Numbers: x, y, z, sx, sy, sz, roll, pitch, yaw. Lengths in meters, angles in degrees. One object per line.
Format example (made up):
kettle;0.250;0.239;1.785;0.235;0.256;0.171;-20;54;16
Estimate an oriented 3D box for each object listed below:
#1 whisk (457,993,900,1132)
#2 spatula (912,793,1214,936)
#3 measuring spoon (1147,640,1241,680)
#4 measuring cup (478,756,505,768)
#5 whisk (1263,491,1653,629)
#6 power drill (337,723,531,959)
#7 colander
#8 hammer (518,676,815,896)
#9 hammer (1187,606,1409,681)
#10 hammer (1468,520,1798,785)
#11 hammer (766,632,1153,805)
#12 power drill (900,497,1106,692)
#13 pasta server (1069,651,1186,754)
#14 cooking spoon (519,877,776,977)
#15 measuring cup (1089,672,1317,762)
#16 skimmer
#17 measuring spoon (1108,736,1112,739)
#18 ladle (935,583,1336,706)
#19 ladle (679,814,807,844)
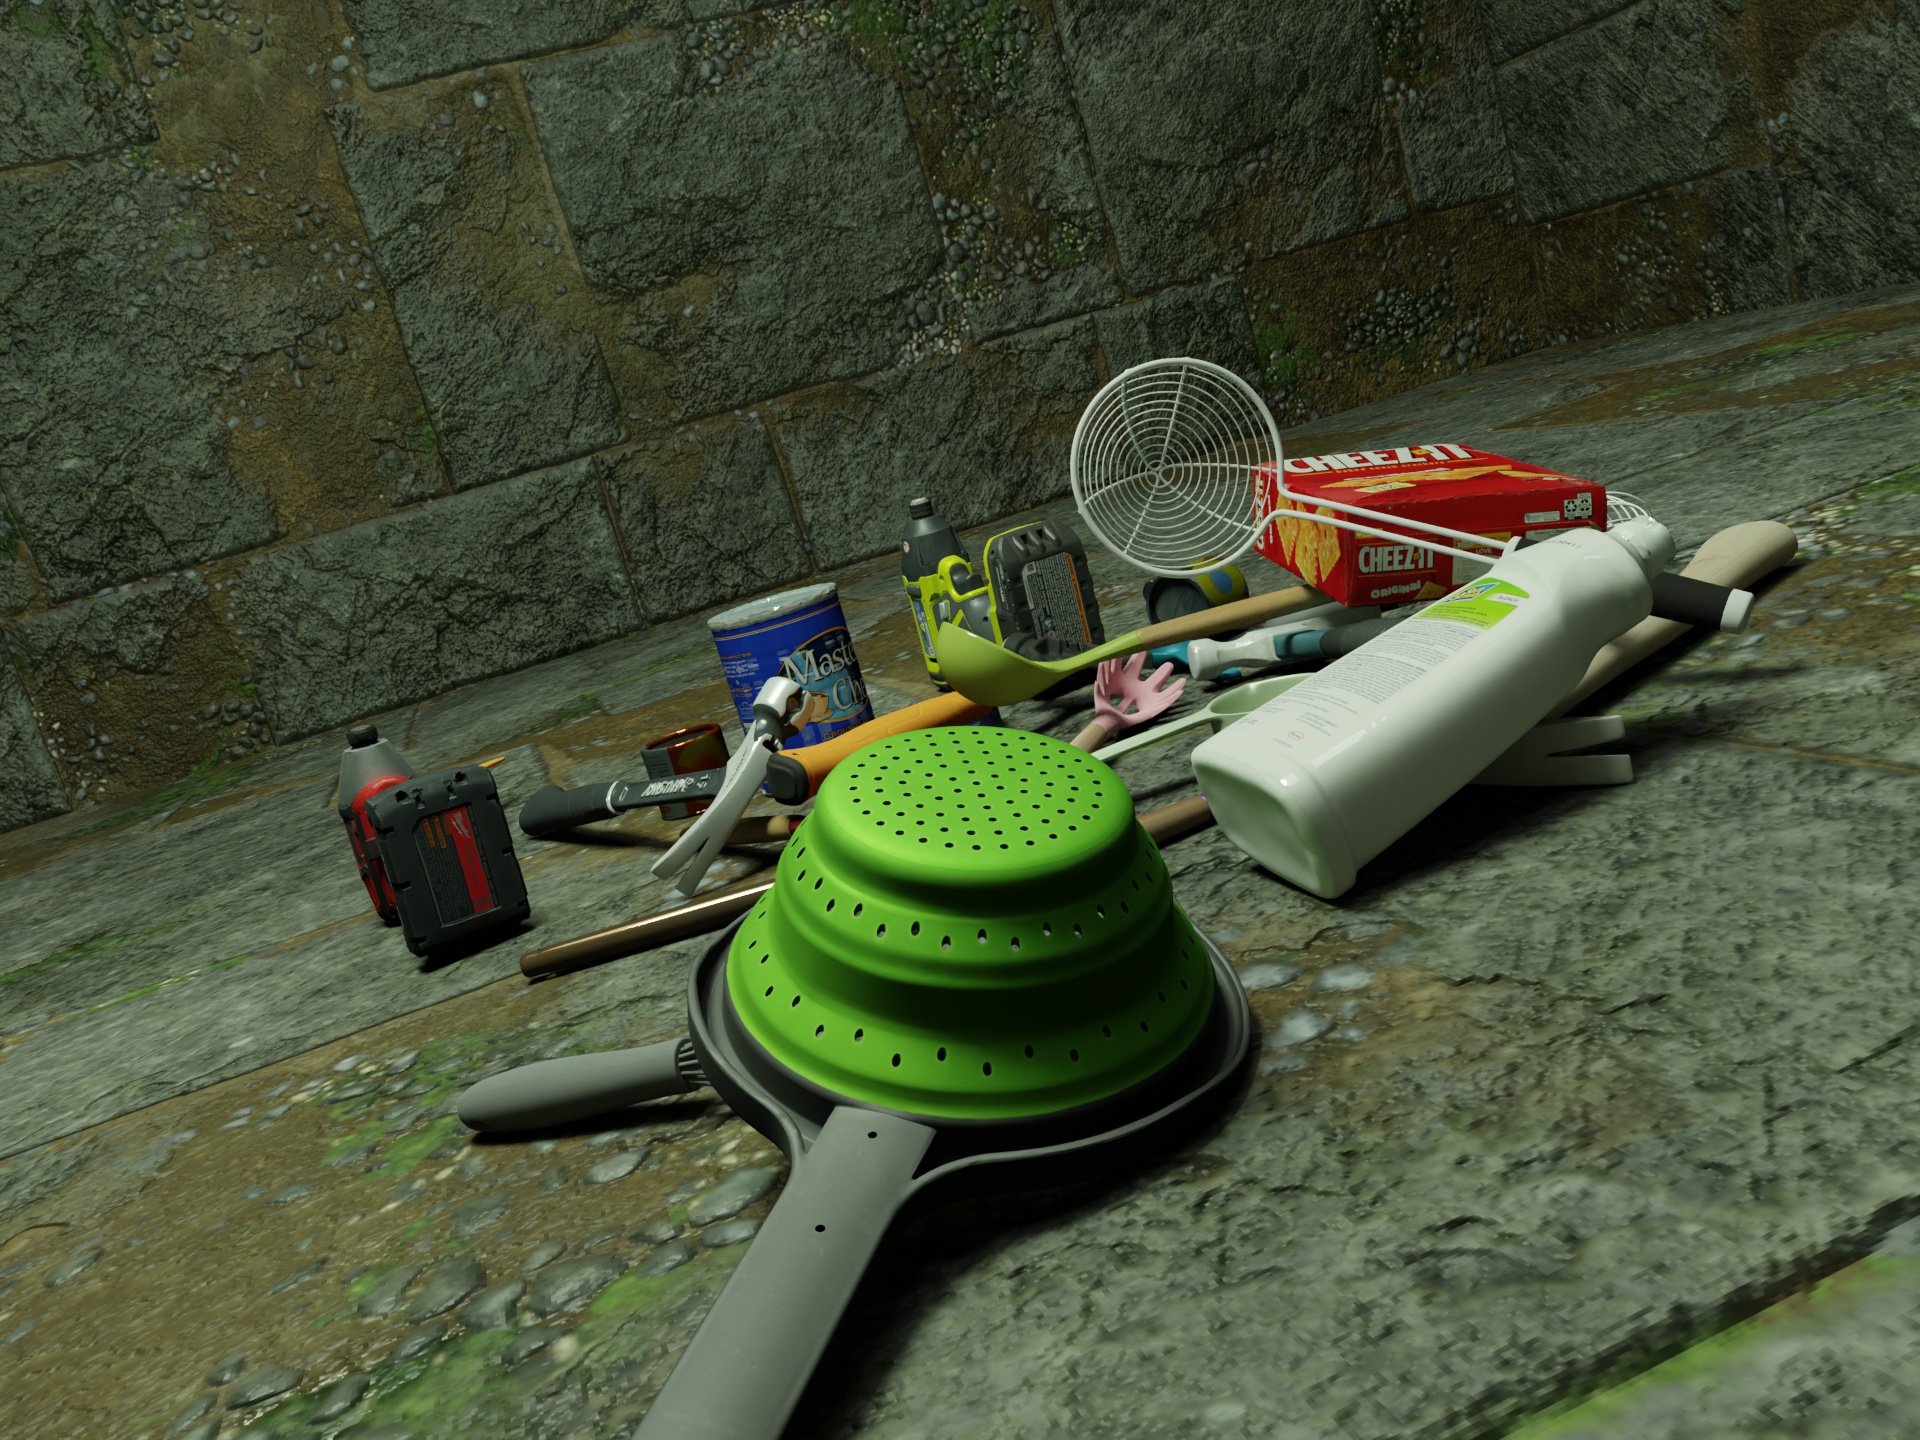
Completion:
whisk;-0.115;0.142;0.655;0.239;0.055;0.055;-16;10;23
spatula;0.107;0.054;0.829;0.316;0.018;0.060;-20;5;-21
measuring spoon;0.178;-0.039;1.205;0.042;0.021;0.129;-15;19;-17
measuring cup;-0.441;0.074;1.432;0.095;0.052;0.174;-14;9;10
whisk;0.359;-0.106;1.167;0.284;0.070;0.070;-17;10;21
power drill;-0.374;0.078;1.088;0.078;0.143;0.220;-19;13;-29
colander;-0.021;0.097;0.495;0.204;0.094;0.397;9;27;16
hammer;-0.243;0.060;1.158;0.409;0.036;0.149;-11;45;56
hammer;0.240;-0.048;0.993;0.128;0.033;0.331;-12;3;-4
hammer;0.386;-0.048;0.890;0.410;0.038;0.146;-25;16;-39
hammer;-0.002;-0.003;1.087;0.127;0.034;0.337;12;22;35
power drill;0.022;-0.106;1.355;0.080;0.171;0.223;-21;15;-25
pasta server;0.082;0.010;0.999;0.060;0.040;0.316;33;23;8
cooking spoon;-0.098;0.097;0.914;0.319;0.017;0.069;-16;7;-1
measuring cup;0.143;0.015;0.925;0.167;0.038;0.083;-19;11;-6
skimmer;0.235;-0.109;0.868;0.363;0.127;0.090;20;2;30
measuring spoon;0.062;0.025;1.053;0.021;0.011;0.117;-5;15;44
ladle;0.139;-0.070;1.047;0.320;0.062;0.078;-15;11;-12
ladle;-0.112;0.069;1.007;0.069;0.031;0.315;-15;3;-33
